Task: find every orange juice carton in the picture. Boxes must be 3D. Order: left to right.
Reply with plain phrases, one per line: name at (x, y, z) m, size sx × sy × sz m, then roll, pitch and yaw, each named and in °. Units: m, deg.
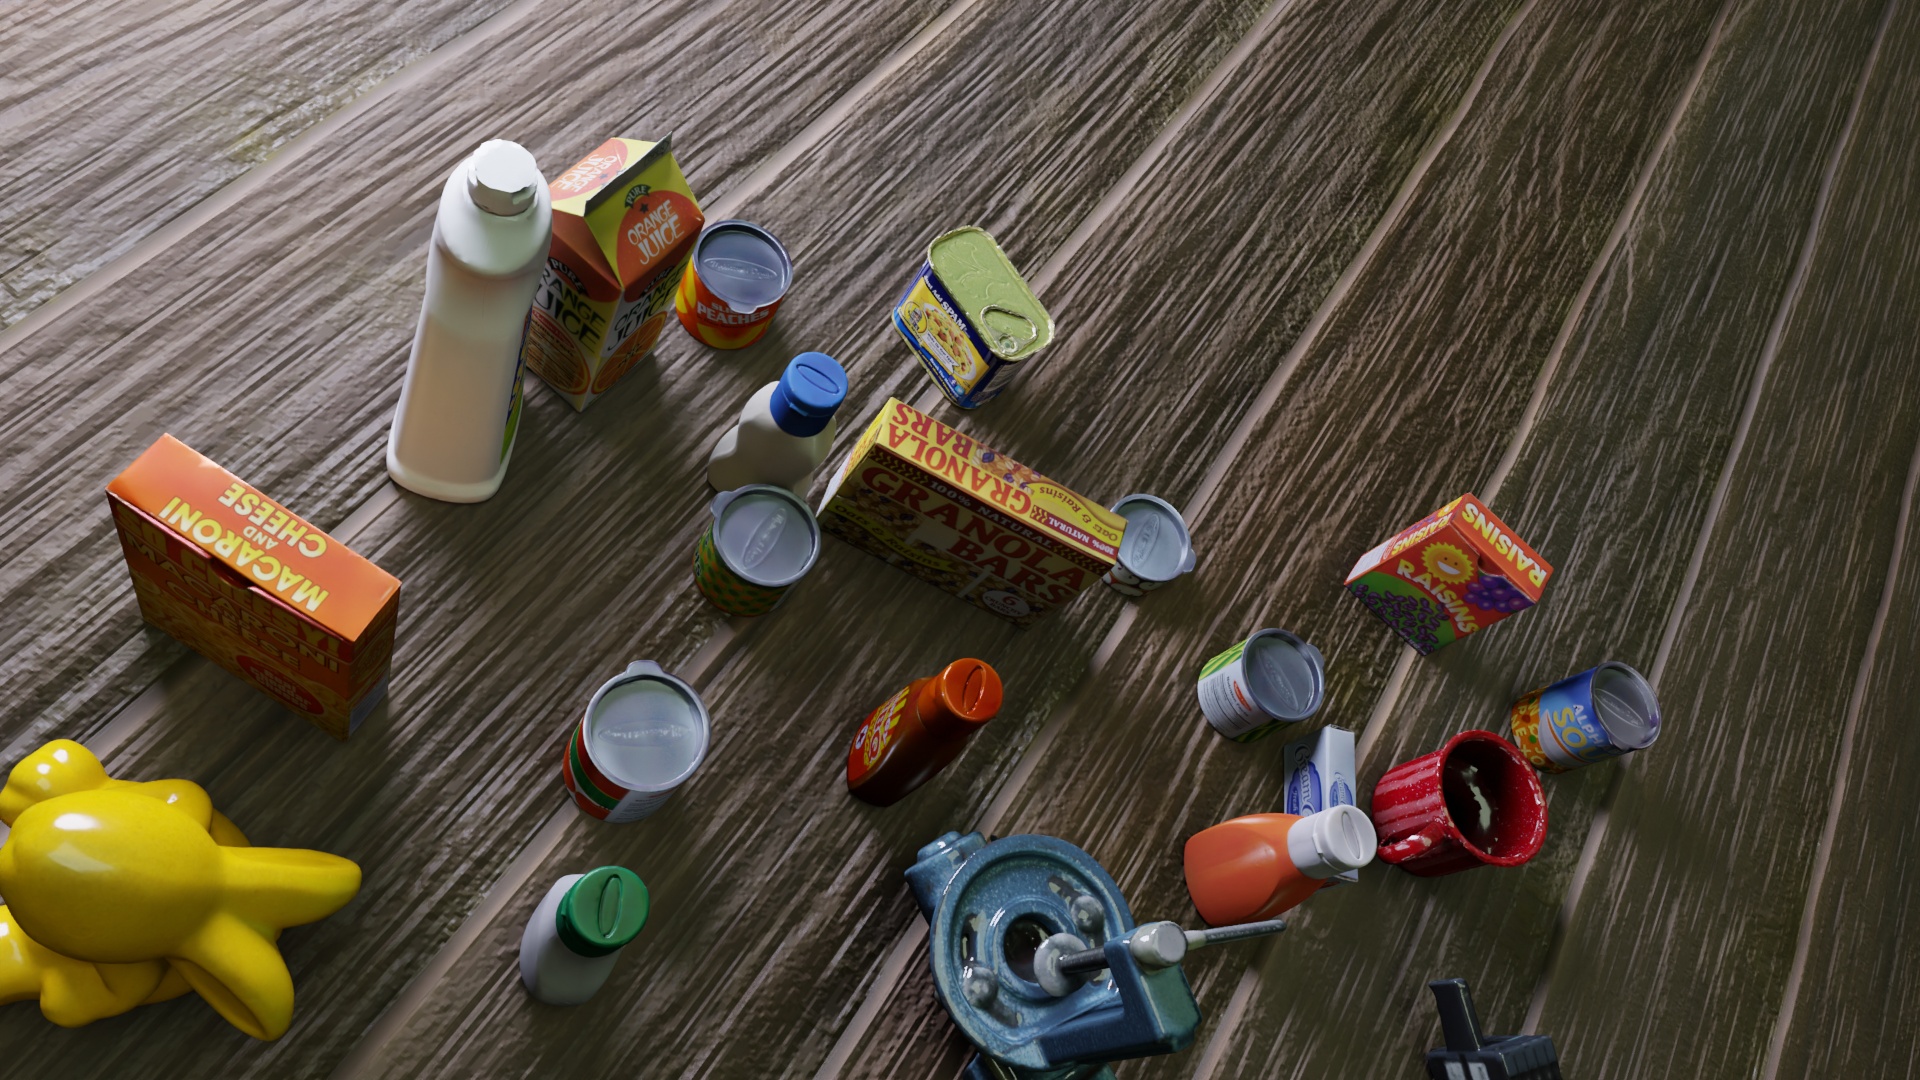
orange juice carton at (-0.209, -0.160, 0.806) m, size 0.073 × 0.191 × 0.072 m, roll 41°, pitch 57°, yaw -3°

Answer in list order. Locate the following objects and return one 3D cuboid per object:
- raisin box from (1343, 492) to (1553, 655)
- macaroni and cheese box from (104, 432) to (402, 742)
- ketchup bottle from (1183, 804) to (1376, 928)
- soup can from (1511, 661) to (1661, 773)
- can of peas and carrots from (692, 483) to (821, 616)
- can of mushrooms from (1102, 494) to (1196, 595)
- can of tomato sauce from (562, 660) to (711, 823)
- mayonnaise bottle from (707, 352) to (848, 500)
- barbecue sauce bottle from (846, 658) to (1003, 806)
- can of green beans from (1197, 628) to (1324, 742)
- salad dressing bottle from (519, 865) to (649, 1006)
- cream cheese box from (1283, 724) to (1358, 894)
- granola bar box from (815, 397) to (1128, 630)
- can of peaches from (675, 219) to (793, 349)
raisin box at (0.355, 0.027, 1.019) m, size 0.086 × 0.123 × 0.040 m, roll 43°, pitch 57°, yaw -2°
macaroni and cheese box at (-0.339, 0.031, 0.675) m, size 0.124 × 0.165 × 0.040 m, roll 34°, pitch 58°, yaw -7°
ketchup bottle at (0.194, 0.196, 0.852) m, size 0.043 × 0.148 × 0.065 m, roll -5°, pitch 70°, yaw -26°
soup can at (0.467, 0.136, 1.043) m, size 0.071 × 0.083 × 0.071 m, roll 10°, pitch 64°, yaw -20°
can of peas and carrots at (-0.127, 0.006, 0.847) m, size 0.071 × 0.058 × 0.071 m, roll 10°, pitch 64°, yaw -20°
can of mushrooms at (0.128, 0.005, 0.978) m, size 0.071 × 0.033 × 0.071 m, roll 10°, pitch 64°, yaw -20°
can of tomato sauce at (-0.179, 0.112, 0.759) m, size 0.071 × 0.082 × 0.071 m, roll 10°, pitch 64°, yaw -20°
mayonnaise bottle at (-0.107, -0.062, 0.834) m, size 0.065 × 0.147 × 0.041 m, roll 32°, pitch 58°, yaw -8°
barbecue sauce bottle at (-0.021, 0.107, 0.795) m, size 0.043 × 0.148 × 0.065 m, roll 26°, pitch 59°, yaw -12°
can of green beans at (0.206, 0.101, 0.955) m, size 0.071 × 0.057 × 0.071 m, roll 10°, pitch 64°, yaw -20°
salad dressing bottle at (-0.185, 0.191, 0.682) m, size 0.044 × 0.147 × 0.064 m, roll 13°, pitch 63°, yaw -19°
cream cheese box at (0.242, 0.182, 0.937) m, size 0.024 × 0.053 × 0.104 m, roll 16°, pitch 62°, yaw -18°
granola bar box at (0.003, -0.011, 0.875) m, size 0.165 × 0.123 × 0.039 m, roll 27°, pitch 59°, yaw -11°
can of peaches at (-0.150, -0.165, 0.915) m, size 0.071 × 0.057 × 0.071 m, roll 10°, pitch 64°, yaw -20°
